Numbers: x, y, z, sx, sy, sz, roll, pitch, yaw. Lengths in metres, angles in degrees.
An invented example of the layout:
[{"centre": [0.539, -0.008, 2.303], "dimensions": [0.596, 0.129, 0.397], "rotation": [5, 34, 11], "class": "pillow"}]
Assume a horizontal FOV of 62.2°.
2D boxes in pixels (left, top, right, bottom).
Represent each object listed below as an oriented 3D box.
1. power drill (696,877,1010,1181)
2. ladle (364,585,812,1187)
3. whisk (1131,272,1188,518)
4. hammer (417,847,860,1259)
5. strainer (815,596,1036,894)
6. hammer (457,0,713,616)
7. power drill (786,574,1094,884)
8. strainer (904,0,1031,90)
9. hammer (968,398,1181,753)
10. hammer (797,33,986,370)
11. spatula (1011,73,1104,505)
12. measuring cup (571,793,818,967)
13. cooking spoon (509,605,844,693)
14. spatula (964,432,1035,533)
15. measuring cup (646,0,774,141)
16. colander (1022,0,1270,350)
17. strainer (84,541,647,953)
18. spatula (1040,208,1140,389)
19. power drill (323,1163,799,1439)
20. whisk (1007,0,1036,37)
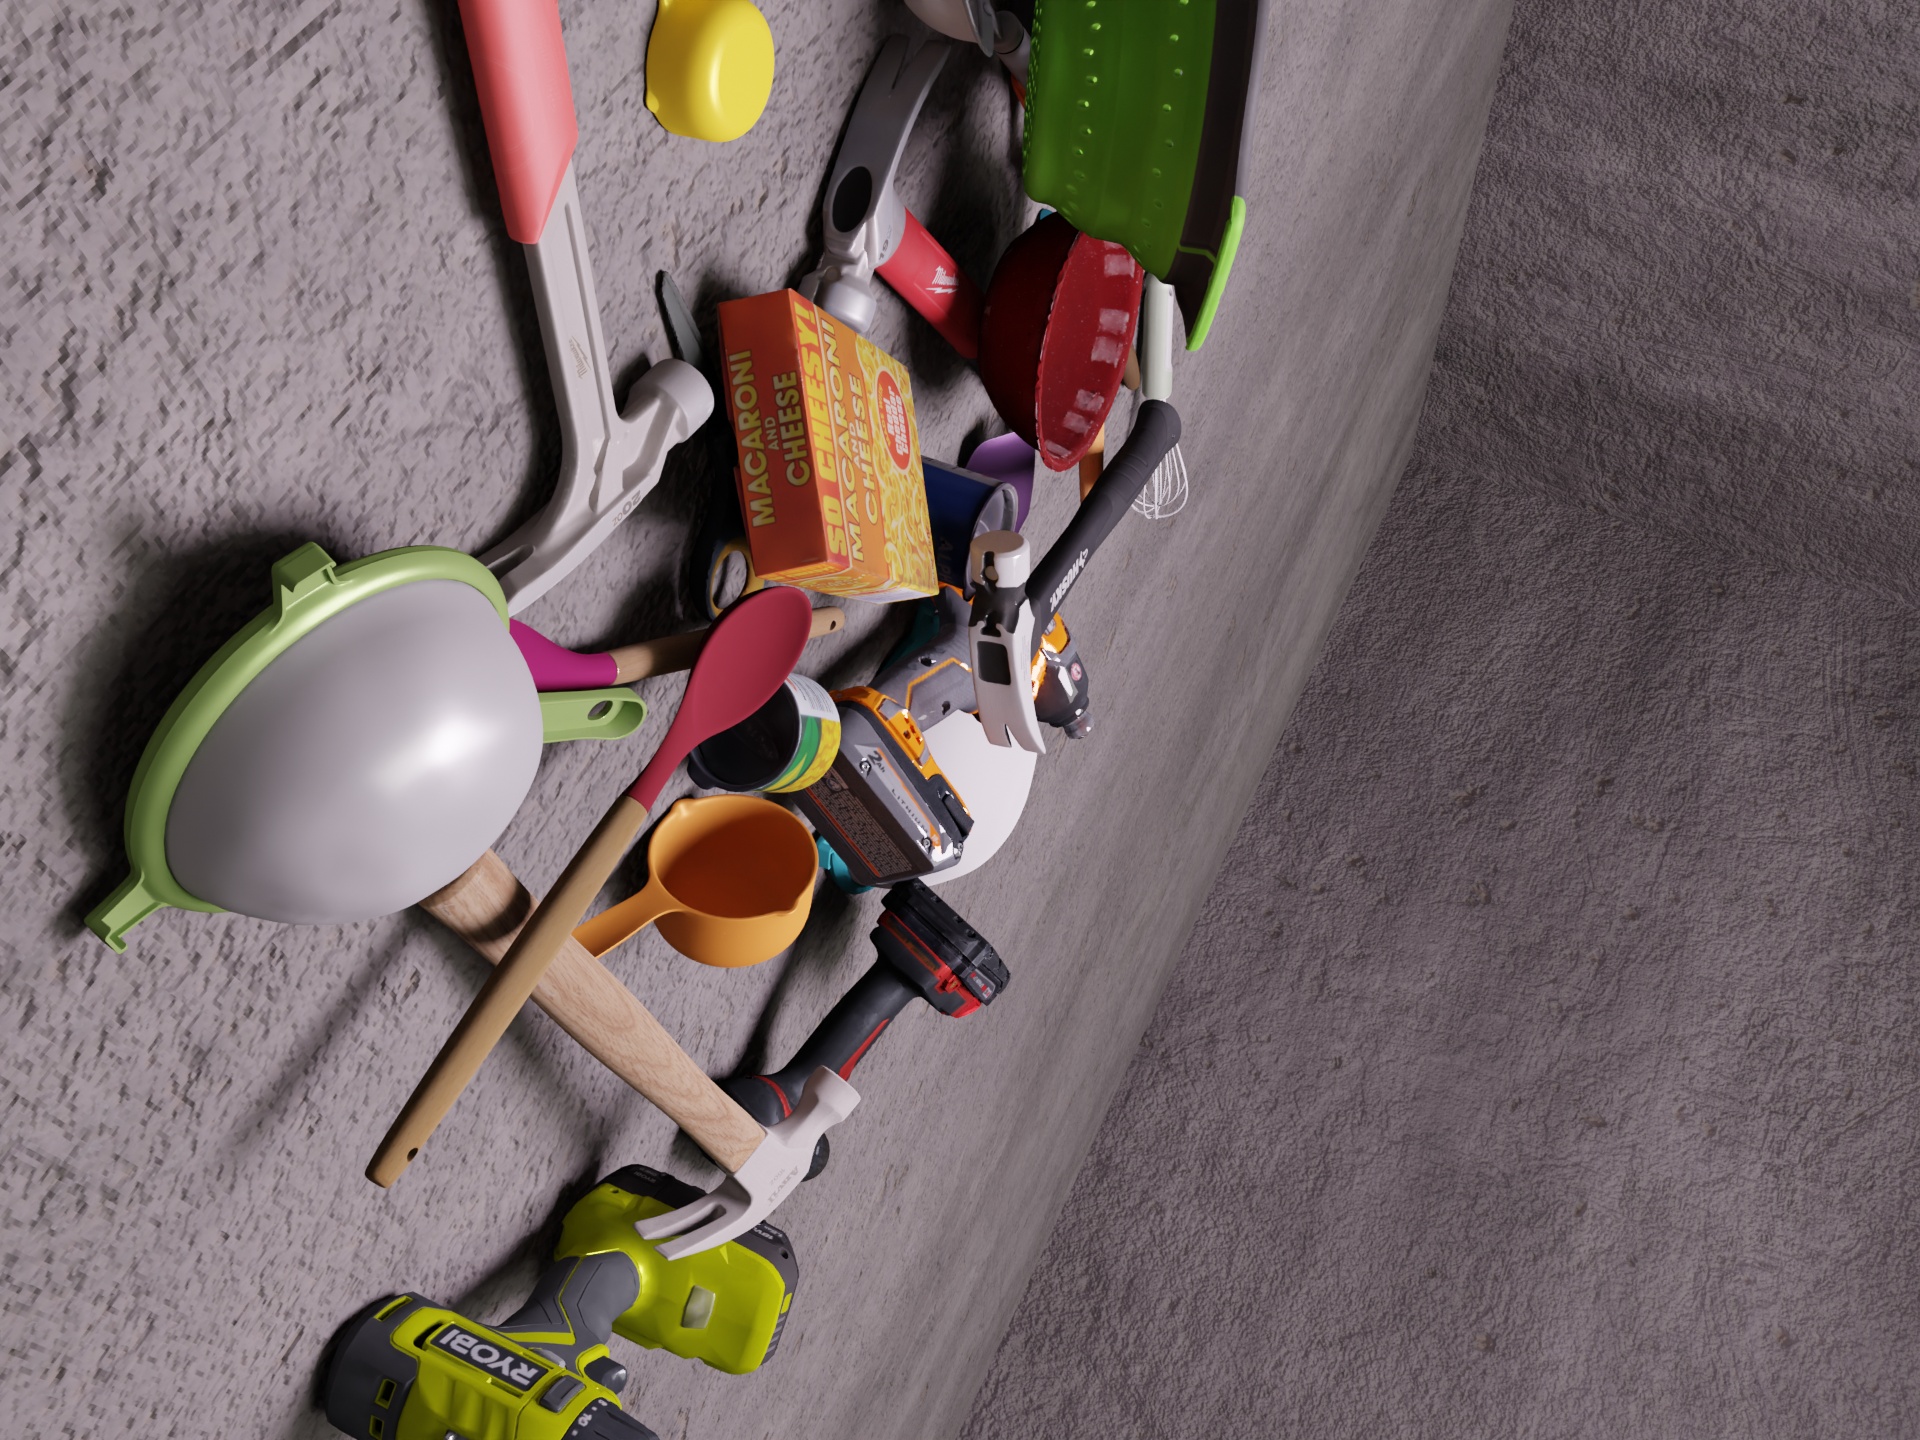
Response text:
[{"centre": [-0.072, 0.227, 1.088], "dimensions": [0.227, 0.080, 0.187], "rotation": [-46, 158, -9], "class": "power drill"}, {"centre": [-0.153, 0.058, 0.682], "dimensions": [0.315, 0.031, 0.069], "rotation": [-60, 157, -31], "class": "ladle"}, {"centre": [0.167, -0.271, 1.346], "dimensions": [0.246, 0.059, 0.058], "rotation": [85, 19, -45], "class": "whisk"}, {"centre": [-0.157, 0.161, 0.766], "dimensions": [0.130, 0.031, 0.331], "rotation": [-50, 140, -18], "class": "hammer"}, {"centre": [0.013, 0.053, 1.174], "dimensions": [0.211, 0.095, 0.340], "rotation": [-67, 161, -7], "class": "strainer"}, {"centre": [-0.148, -0.204, 0.518], "dimensions": [0.149, 0.037, 0.358], "rotation": [-55, 158, -38], "class": "hammer"}, {"centre": [-0.002, -0.003, 0.986], "dimensions": [0.164, 0.084, 0.226], "rotation": [52, 49, -18], "class": "power drill"}, {"centre": [0.018, -0.349, 0.804], "dimensions": [0.258, 0.050, 0.087], "rotation": [5, 75, -69], "class": "strainer"}, {"centre": [0.080, -0.115, 0.999], "dimensions": [0.335, 0.035, 0.146], "rotation": [-55, 149, -49], "class": "hammer"}, {"centre": [0.012, -0.247, 0.933], "dimensions": [0.143, 0.038, 0.386], "rotation": [-71, 162, 2], "class": "hammer"}, {"centre": [0.075, -0.258, 1.012], "dimensions": [0.081, 0.041, 0.322], "rotation": [-41, 140, -39], "class": "spatula"}, {"centre": [-0.150, 0.105, 0.812], "dimensions": [0.173, 0.095, 0.052], "rotation": [-31, 147, -34], "class": "measuring cup"}, {"centre": [-0.144, -0.027, 0.720], "dimensions": [0.319, 0.017, 0.068], "rotation": [-21, 131, -59], "class": "cooking spoon"}, {"centre": [0.022, -0.088, 1.155], "dimensions": [0.060, 0.018, 0.315], "rotation": [-21, 146, -16], "class": "spatula"}, {"centre": [-0.098, -0.284, 0.583], "dimensions": [0.062, 0.029, 0.156], "rotation": [-59, 161, -29], "class": "measuring cup"}, {"centre": [0.084, -0.378, 0.786], "dimensions": [0.204, 0.094, 0.397], "rotation": [99, -5, -70], "class": "colander"}, {"centre": [-0.172, 0.018, 0.579], "dimensions": [0.151, 0.069, 0.256], "rotation": [-56, 165, 14], "class": "strainer"}, {"centre": [0.103, -0.284, 1.164], "dimensions": [0.317, 0.044, 0.082], "rotation": [11, 74, -79], "class": "spatula"}, {"centre": [-0.170, 0.319, 0.794], "dimensions": [0.228, 0.190, 0.080], "rotation": [-18, 127, -73], "class": "power drill"}, {"centre": [0.034, -0.426, 0.773], "dimensions": [0.073, 0.073, 0.295], "rotation": [-62, 166, -20], "class": "whisk"}]
